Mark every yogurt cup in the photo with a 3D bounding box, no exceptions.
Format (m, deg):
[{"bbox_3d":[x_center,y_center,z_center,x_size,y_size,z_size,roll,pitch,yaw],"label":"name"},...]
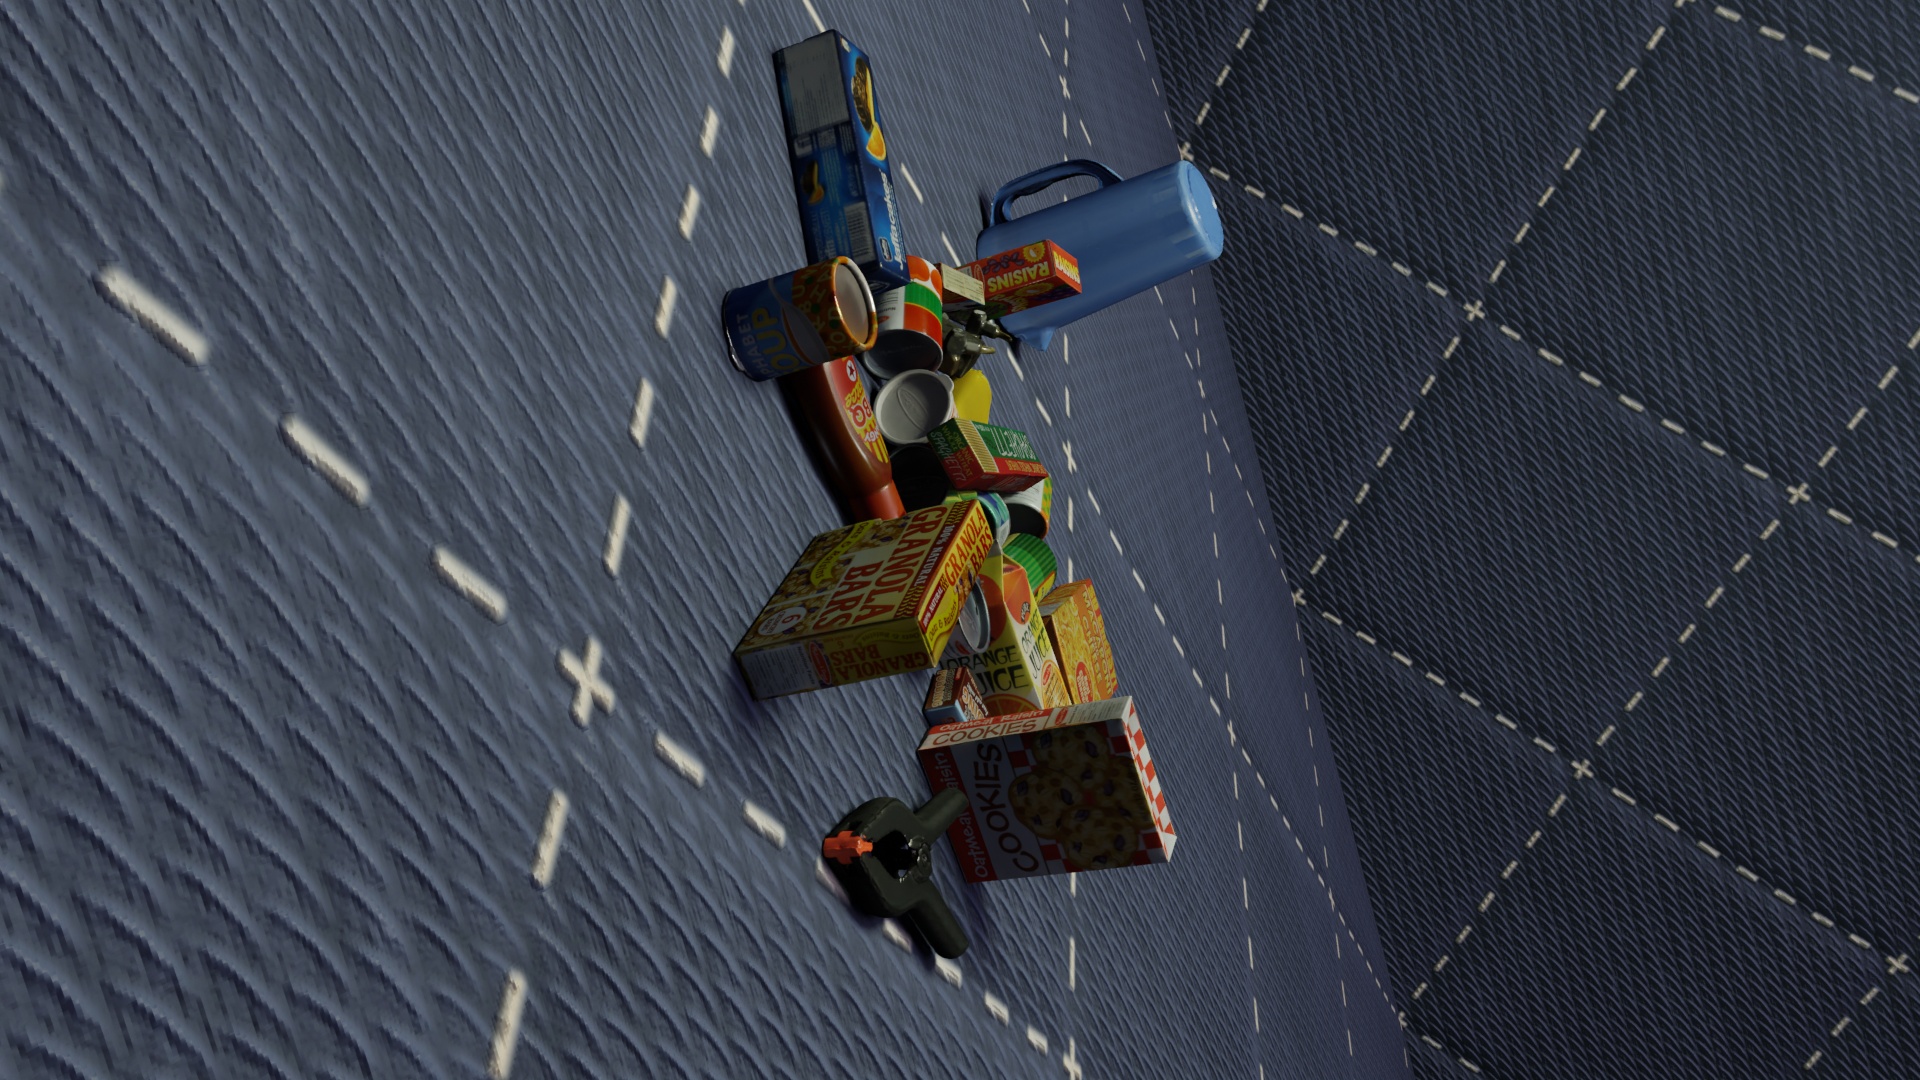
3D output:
[{"bbox_3d":[-0.032,-0.098,1.133,0.054,0.072,0.072,52,30,-64],"label":"yogurt cup"}]

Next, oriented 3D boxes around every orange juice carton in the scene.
[{"bbox_3d":[0.029,0.091,1.158,0.073,0.072,0.192,-58,132,-63],"label":"orange juice carton"}]

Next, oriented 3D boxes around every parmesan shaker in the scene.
[{"bbox_3d":[0.046,0.035,1.236,0.103,0.071,0.071,-38,113,-68],"label":"parmesan shaker"}]

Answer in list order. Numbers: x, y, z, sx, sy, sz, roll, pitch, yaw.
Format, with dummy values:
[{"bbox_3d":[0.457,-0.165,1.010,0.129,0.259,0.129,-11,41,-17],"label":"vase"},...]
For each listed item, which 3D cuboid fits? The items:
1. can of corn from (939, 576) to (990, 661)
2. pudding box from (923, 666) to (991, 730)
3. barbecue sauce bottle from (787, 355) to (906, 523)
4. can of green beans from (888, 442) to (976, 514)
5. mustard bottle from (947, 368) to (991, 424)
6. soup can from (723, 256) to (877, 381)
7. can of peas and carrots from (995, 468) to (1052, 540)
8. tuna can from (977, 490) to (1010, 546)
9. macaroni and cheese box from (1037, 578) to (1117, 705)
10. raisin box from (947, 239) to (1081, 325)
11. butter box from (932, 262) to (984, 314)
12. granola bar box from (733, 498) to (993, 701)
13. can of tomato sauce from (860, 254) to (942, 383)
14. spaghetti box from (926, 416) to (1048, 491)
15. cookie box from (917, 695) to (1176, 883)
[{"bbox_3d":[-0.016,0.059,1.081,0.071,0.058,0.071,-15,91,-69],"label":"can of corn"},{"bbox_3d":[0.003,0.149,1.113,0.050,0.030,0.083,-70,141,-54],"label":"pudding box"},{"bbox_3d":[-0.080,-0.072,1.017,0.065,0.043,0.148,-64,137,-62],"label":"barbecue sauce bottle"},{"bbox_3d":[-0.027,-0.038,1.101,0.058,0.071,0.071,30,50,-64],"label":"can of green beans"},{"bbox_3d":[-0.002,-0.116,1.240,0.161,0.049,0.065,-67,145,-59],"label":"mustard bottle"},{"bbox_3d":[-0.108,-0.147,0.936,0.071,0.083,0.071,-14,91,-69],"label":"soup can"},{"bbox_3d":[0.052,-0.032,1.306,0.059,0.071,0.070,-82,150,-44],"label":"can of peas and carrots"},{"bbox_3d":[0.004,-0.015,1.172,0.033,0.071,0.071,-42,116,-66],"label":"tuna can"},{"bbox_3d":[0.112,0.117,1.402,0.167,0.040,0.123,-30,107,-68],"label":"macaroni and cheese box"},{"bbox_3d":[0.045,-0.247,1.338,0.086,0.123,0.040,8,71,-68],"label":"raisin box"},{"bbox_3d":[-0.020,-0.226,1.255,0.103,0.053,0.024,-1,81,-68],"label":"butter box"},{"bbox_3d":[-0.057,0.034,0.895,0.166,0.124,0.039,-63,137,-60],"label":"granola bar box"},{"bbox_3d":[-0.047,-0.181,1.139,0.071,0.071,0.083,50,32,-50],"label":"can of tomato sauce"},{"bbox_3d":[0.027,-0.069,1.150,0.050,0.028,0.250,61,14,6],"label":"spaghetti box"},{"bbox_3d":[0.065,0.191,1.054,0.122,0.167,0.040,71,24,-15],"label":"cookie box"}]
